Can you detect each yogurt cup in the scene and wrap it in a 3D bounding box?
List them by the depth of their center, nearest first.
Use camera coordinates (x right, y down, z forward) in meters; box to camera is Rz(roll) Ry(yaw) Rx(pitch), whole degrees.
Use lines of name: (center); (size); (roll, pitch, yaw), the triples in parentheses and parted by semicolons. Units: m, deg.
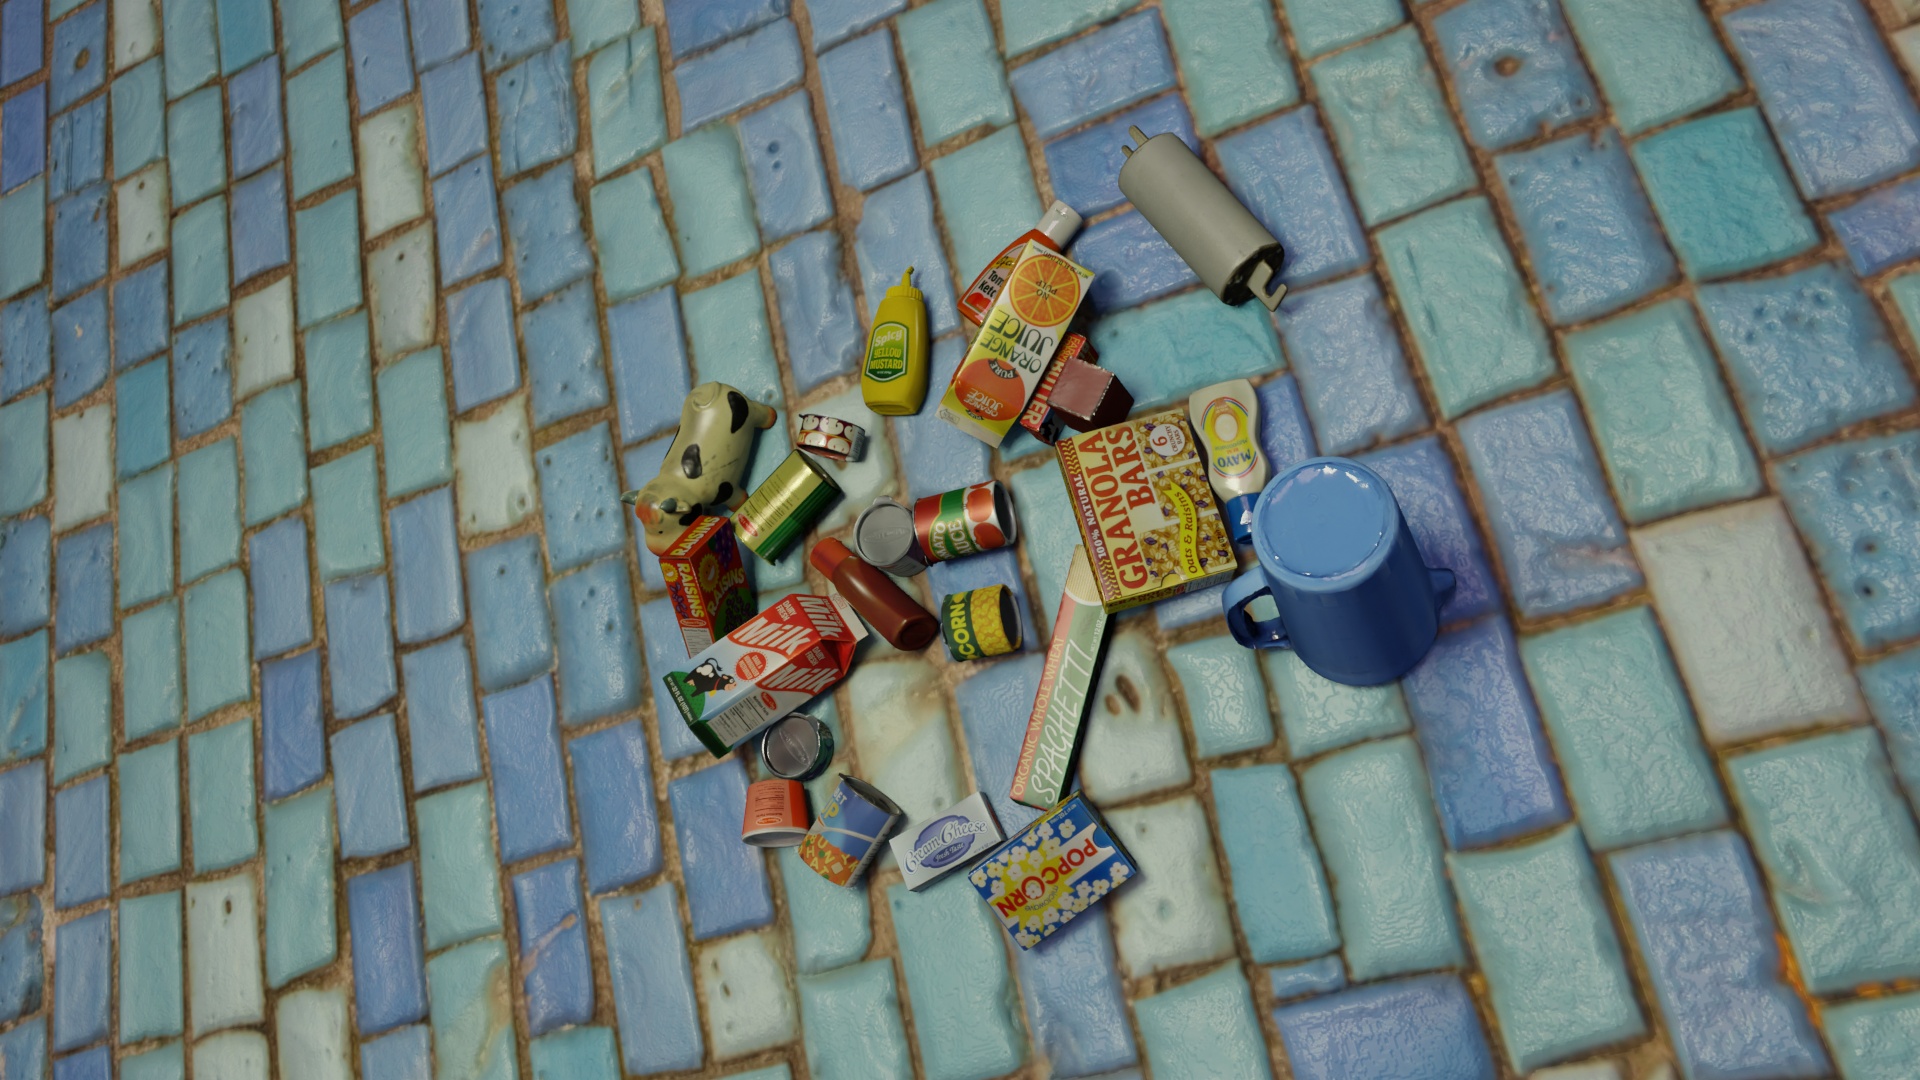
yogurt cup: (-0.179, 0.265, 1.352); (0.072, 0.072, 0.054); (-14, 64, 19)

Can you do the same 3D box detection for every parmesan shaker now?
parmesan shaker: (-0.179, -0.034, 1.429); (0.103, 0.071, 0.071); (-45, 65, 6)

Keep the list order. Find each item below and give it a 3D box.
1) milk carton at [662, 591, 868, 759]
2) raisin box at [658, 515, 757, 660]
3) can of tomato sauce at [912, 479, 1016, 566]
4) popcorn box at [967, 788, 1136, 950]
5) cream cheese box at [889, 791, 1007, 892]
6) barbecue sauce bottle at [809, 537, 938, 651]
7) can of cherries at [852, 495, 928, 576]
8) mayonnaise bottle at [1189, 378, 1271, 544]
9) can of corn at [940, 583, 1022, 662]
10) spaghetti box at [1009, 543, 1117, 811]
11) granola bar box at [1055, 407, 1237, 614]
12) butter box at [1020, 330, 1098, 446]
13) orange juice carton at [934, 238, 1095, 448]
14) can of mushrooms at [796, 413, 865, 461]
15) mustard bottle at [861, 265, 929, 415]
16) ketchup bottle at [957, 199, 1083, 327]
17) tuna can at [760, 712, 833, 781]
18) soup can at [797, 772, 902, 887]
milk carton: (-0.185, 0.122, 1.364); (0.191, 0.073, 0.072); (-33, 51, -7)
raisin box: (-0.252, 0.049, 1.394); (0.040, 0.086, 0.122); (2, 120, 22)
can of tomato sauce: (0.005, -0.017, 1.346); (0.083, 0.071, 0.071); (-14, 72, 18)
popcorn box: (0.081, 0.293, 1.235); (0.126, 0.038, 0.085); (-38, 87, 10)
cream cheese box: (-0.012, 0.282, 1.299); (0.103, 0.024, 0.053); (-31, 65, 12)
barbecue sauce bottle: (-0.090, 0.050, 1.373); (0.149, 0.065, 0.043); (39, 105, 32)
can of cherries: (-0.064, -0.004, 1.377); (0.071, 0.058, 0.071); (-6, 74, 22)
mayonnaise bottle: (0.254, -0.072, 1.272); (0.064, 0.041, 0.148); (-15, 71, 16)
can of corn: (0.020, 0.078, 1.313); (0.058, 0.071, 0.071); (-13, 72, 19)
spaghetti box: (0.102, 0.128, 1.289); (0.050, 0.028, 0.250); (12, 81, 24)
granola bar box: (0.169, -0.029, 1.277); (0.124, 0.039, 0.166); (-15, 70, -2)
butter box: (0.097, -0.148, 1.350); (0.024, 0.053, 0.103); (26, 87, 24)
orange juice carton: (0.050, -0.189, 1.347); (0.072, 0.073, 0.192); (28, 94, -6)
can of mushrooms: (-0.136, -0.106, 1.428); (0.071, 0.071, 0.033); (11, 83, 25)
mustard bottle: (-0.064, -0.211, 1.436); (0.065, 0.049, 0.160); (0, 77, 21)
ketchup bottle: (0.065, -0.274, 1.402); (0.065, 0.043, 0.148); (39, 93, 19)
tuna can: (-0.160, 0.203, 1.376); (0.071, 0.033, 0.071); (-6, 75, 21)
soup can: (-0.107, 0.274, 1.316); (0.071, 0.071, 0.083); (34, 91, 26)
